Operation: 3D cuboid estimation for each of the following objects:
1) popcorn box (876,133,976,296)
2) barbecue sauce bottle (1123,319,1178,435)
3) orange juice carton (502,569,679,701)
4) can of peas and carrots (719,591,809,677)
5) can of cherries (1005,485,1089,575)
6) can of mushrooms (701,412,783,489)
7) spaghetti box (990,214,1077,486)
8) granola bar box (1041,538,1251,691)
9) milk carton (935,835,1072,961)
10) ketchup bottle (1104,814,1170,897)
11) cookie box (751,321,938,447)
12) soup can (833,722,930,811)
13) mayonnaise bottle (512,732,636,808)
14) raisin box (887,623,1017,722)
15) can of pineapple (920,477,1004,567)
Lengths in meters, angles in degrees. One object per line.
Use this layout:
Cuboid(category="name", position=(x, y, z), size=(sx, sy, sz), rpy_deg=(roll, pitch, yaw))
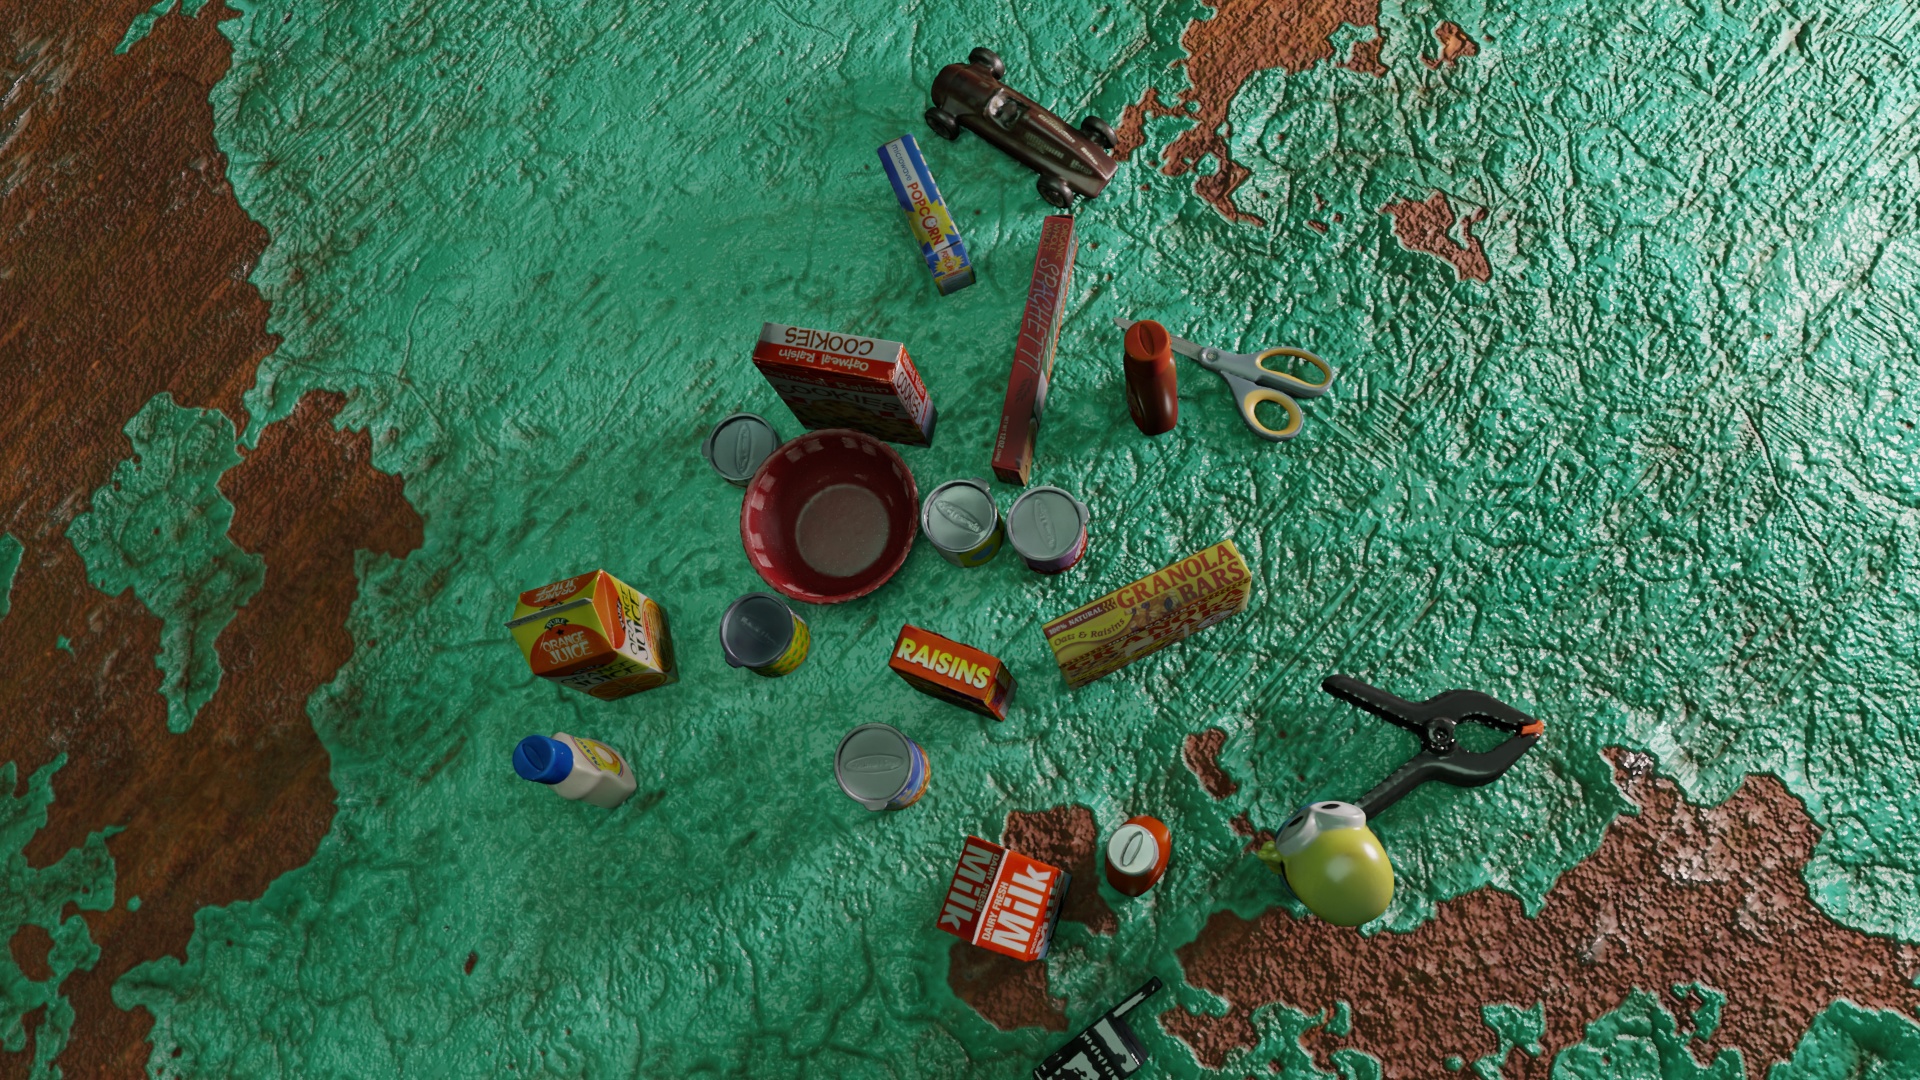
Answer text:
Cuboid(category="popcorn box", position=(-0.031, -0.302, 1.289), size=(0.038, 0.085, 0.127), rpy_deg=(-24, 72, 2))
Cuboid(category="barbecue sauce bottle", position=(0.161, -0.141, 1.179), size=(0.044, 0.148, 0.065), rpy_deg=(-16, 73, 5))
Cuboid(category="orange juice carton", position=(-0.308, 0.079, 1.170), size=(0.072, 0.192, 0.073), rpy_deg=(-16, 73, 5))
Cuboid(category="can of peas and carrots", position=(-0.172, 0.086, 1.216), size=(0.071, 0.058, 0.071), rpy_deg=(-2, 74, 9))
Cuboid(category="can of cherries", position=(0.078, -0.008, 1.202), size=(0.071, 0.058, 0.071), rpy_deg=(-2, 74, 9))
Cuboid(category="can of mushrooms", position=(-0.200, -0.082, 1.282), size=(0.071, 0.033, 0.071), rpy_deg=(-2, 74, 9))
Cuboid(category="spaghetti box", position=(0.069, -0.174, 1.255), size=(0.029, 0.050, 0.250), rpy_deg=(9, 76, 12))
Cuboid(category="granola bar box", position=(0.152, 0.062, 1.135), size=(0.165, 0.124, 0.039), rpy_deg=(-25, 72, 2))
Cuboid(category="milk carton", position=(0.034, 0.274, 1.059), size=(0.073, 0.190, 0.072), rpy_deg=(17, 78, 14))
Cuboid(category="ketchup bottle", position=(0.136, 0.242, 1.073), size=(0.043, 0.148, 0.065), rpy_deg=(27, 81, 15))
Cuboid(category="cookie box", position=(-0.096, -0.132, 1.208), size=(0.123, 0.167, 0.040), rpy_deg=(10, 77, 12))
Cuboid(category="soup can", position=(-0.064, 0.192, 1.155), size=(0.071, 0.083, 0.071), rpy_deg=(-2, 74, 9))
Cuboid(category="mayonnaise bottle", position=(-0.325, 0.190, 1.164), size=(0.041, 0.148, 0.065), rpy_deg=(-43, 73, -4))
Cuboid(category="raisin box", position=(-0.004, 0.111, 1.147), size=(0.086, 0.123, 0.040), rpy_deg=(20, 79, 14))
Cuboid(category="can of pineapple", position=(0.004, -0.015, 1.216), size=(0.071, 0.057, 0.071), rpy_deg=(-2, 74, 9))
